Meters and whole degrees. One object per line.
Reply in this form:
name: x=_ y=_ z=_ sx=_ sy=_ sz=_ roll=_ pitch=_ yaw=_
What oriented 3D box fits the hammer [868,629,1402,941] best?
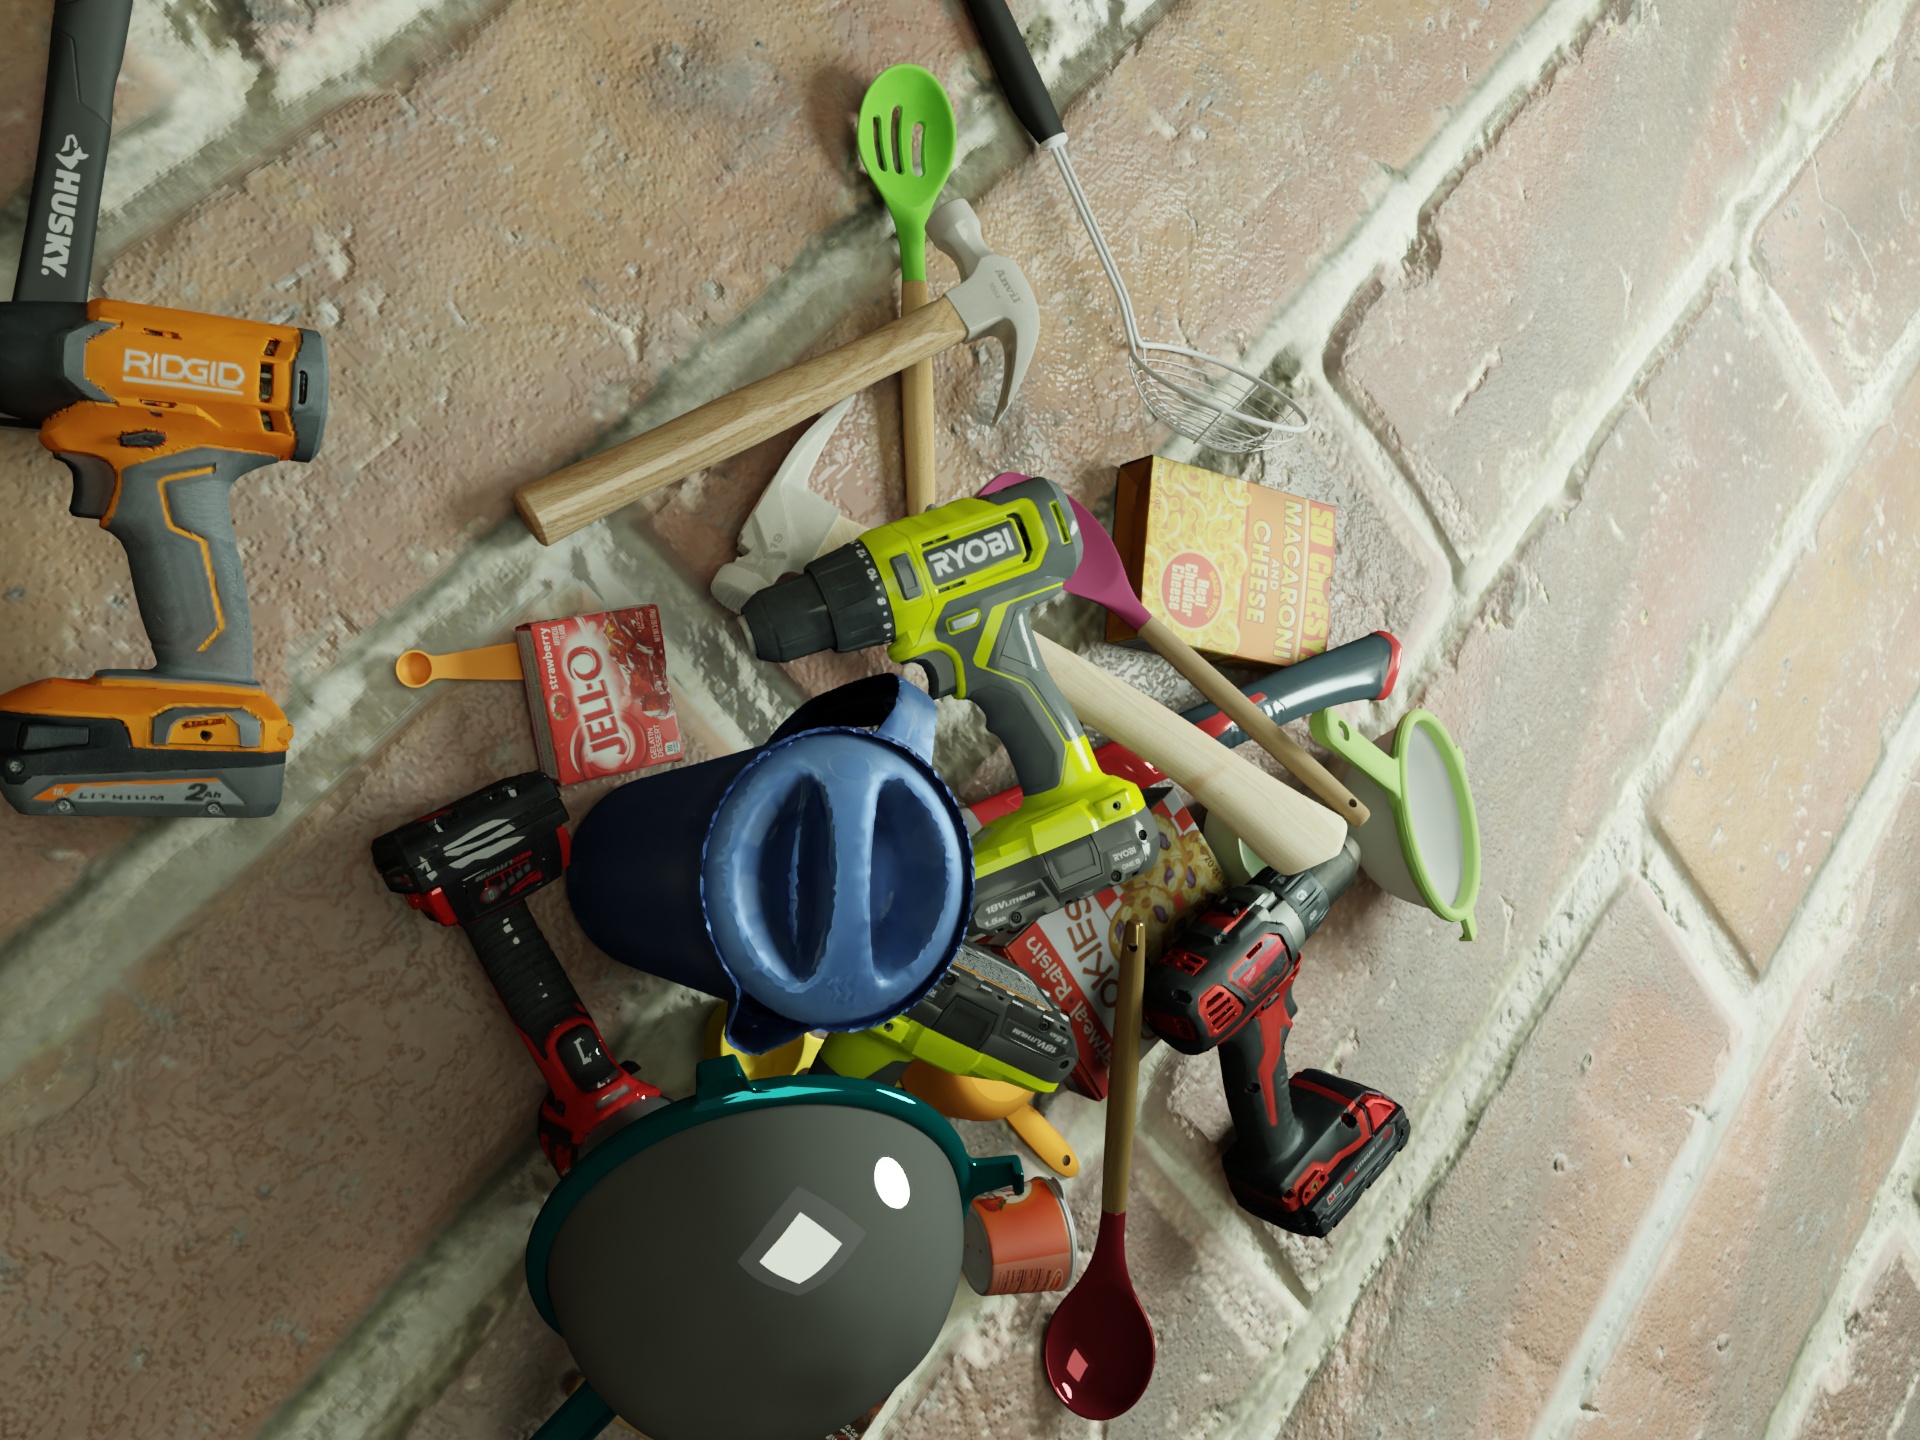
hammer: x=0.128 y=0.003 z=1.018 sx=0.386 sy=0.038 sz=0.143 roll=-22 pitch=82 yaw=-26

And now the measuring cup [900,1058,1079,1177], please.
measuring cup: x=0.036 y=0.225 z=0.967 sx=0.173 sy=0.052 sz=0.095 roll=50 pitch=58 yaw=-21

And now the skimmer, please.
skimmer: x=0.112 y=-0.335 z=1.039 sx=0.363 sy=0.090 sz=0.127 roll=63 pitch=29 yaw=-8

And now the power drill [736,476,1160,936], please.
power drill: x=-0.001 y=-0.003 z=0.876 sx=0.190 sy=0.080 sz=0.228 roll=-21 pitch=93 yaw=-12

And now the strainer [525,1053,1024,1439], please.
strainer: x=-0.126 y=0.310 z=0.736 sx=0.210 sy=0.095 sz=0.340 roll=30 pitch=111 yaw=-35

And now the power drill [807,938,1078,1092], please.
power drill: x=-0.043 y=0.223 z=0.837 sx=0.171 sy=0.080 sz=0.223 roll=29 pitch=96 yaw=-22

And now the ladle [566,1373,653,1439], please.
ladle: x=-0.084 y=0.438 z=0.896 sx=0.320 sy=0.062 sz=0.078 roll=34 pitch=72 yaw=-17

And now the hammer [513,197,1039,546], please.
hammer: x=-0.096 y=-0.183 z=0.906 sx=0.331 sy=0.031 sz=0.130 roll=-30 pitch=83 yaw=-20

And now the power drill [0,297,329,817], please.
power drill: x=-0.378 y=-0.074 z=0.714 sx=0.164 sy=0.084 sz=0.226 roll=3 pitch=94 yaw=-30

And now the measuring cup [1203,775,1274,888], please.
measuring cup: x=0.226 y=0.083 z=1.111 sx=0.167 sy=0.038 sz=0.083 roll=7 pitch=81 yaw=-47

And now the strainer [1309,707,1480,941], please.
strainer: x=0.280 y=0.052 z=1.090 sx=0.256 sy=0.069 sz=0.152 roll=31 pitch=54 yaw=-45

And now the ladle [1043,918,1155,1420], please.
ladle: x=0.094 y=0.275 z=0.974 sx=0.069 sy=0.031 sz=0.315 roll=5 pitch=99 yaw=8

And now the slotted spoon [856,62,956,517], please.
slotted spoon: x=-0.030 y=-0.245 z=0.984 sx=0.070 sy=0.031 sz=0.314 roll=-2 pitch=89 yaw=-31

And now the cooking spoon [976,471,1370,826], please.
cooking spoon: x=0.135 y=-0.044 z=1.008 sx=0.319 sy=0.017 sz=0.069 roll=42 pitch=60 yaw=4

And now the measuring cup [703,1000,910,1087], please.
measuring cup: x=-0.082 y=0.194 z=0.924 sx=0.156 sy=0.029 sz=0.062 roll=22 pitch=73 yaw=-40

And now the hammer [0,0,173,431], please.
hammer: x=-0.412 y=-0.299 z=0.756 sx=0.146 sy=0.035 sz=0.335 roll=8 pitch=82 yaw=-29

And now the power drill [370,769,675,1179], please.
power drill: x=-0.201 y=0.140 z=0.785 sx=0.078 sy=0.143 sz=0.219 roll=-28 pitch=98 yaw=-27

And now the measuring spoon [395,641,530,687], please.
measuring spoon: x=-0.244 y=-0.031 z=0.851 sx=0.117 sy=0.011 sz=0.021 roll=-7 pitch=95 yaw=-34

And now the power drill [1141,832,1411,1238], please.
power drill: x=0.219 y=0.199 z=1.039 sx=0.188 sy=0.080 sz=0.226 roll=-38 pitch=117 yaw=-27

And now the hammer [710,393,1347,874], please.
hammer: x=0.062 y=-0.034 z=0.958 sx=0.410 sy=0.038 sz=0.146 roll=30 pitch=70 yaw=-10
